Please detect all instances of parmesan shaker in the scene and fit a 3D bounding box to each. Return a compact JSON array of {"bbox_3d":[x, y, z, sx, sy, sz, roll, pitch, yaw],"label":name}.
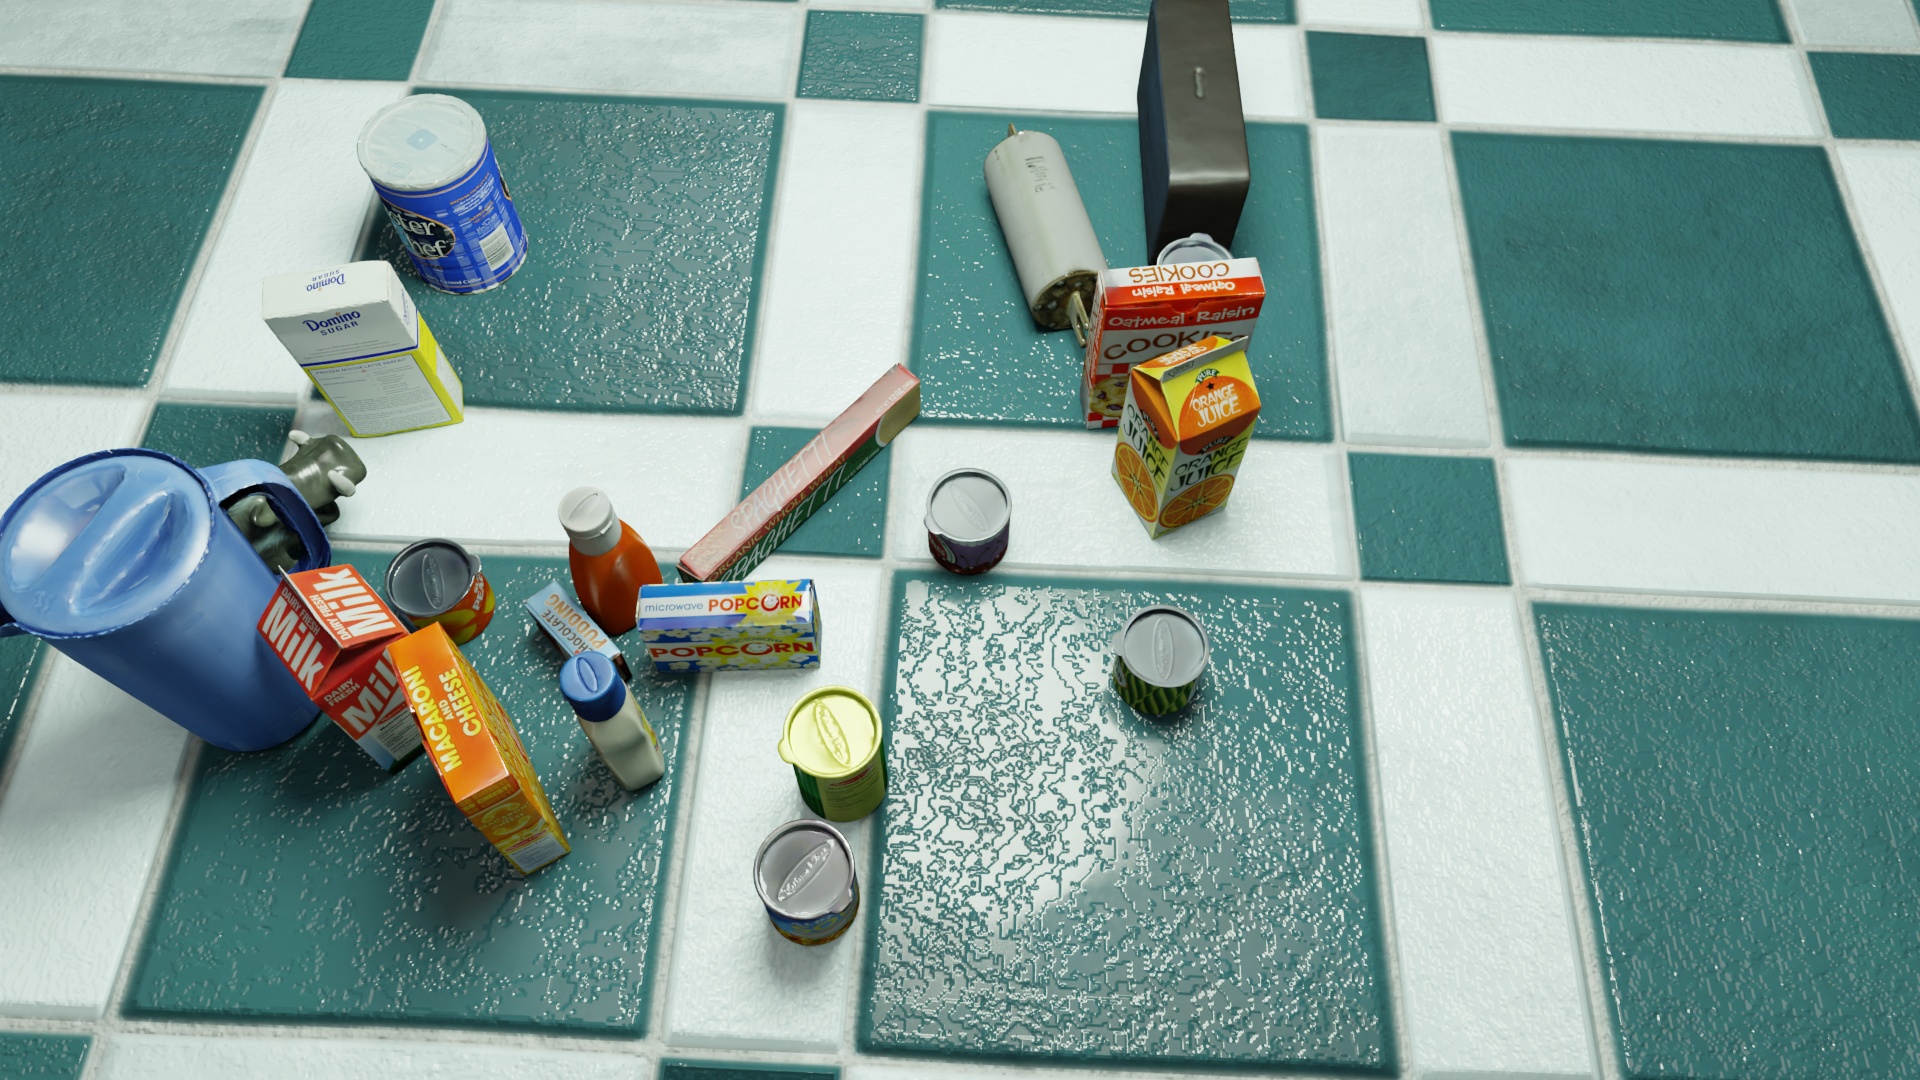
[{"bbox_3d":[-0.088,0.152,0.971,0.071,0.102,0.071,0,62,-1],"label":"parmesan shaker"}]

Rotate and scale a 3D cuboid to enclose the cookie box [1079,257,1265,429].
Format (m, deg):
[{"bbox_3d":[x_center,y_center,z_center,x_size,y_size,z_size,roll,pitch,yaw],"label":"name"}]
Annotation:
[{"bbox_3d":[0.164,-0.153,1.105,0.123,0.166,0.040,-6,62,-4],"label":"cookie box"}]

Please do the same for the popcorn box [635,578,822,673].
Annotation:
[{"bbox_3d":[-0.169,0.064,1.028,0.127,0.085,0.038,-2,62,-2],"label":"popcorn box"}]

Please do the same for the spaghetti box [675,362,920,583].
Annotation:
[{"bbox_3d":[-0.124,-0.046,1.109,0.029,0.050,0.251,38,67,18],"label":"spaghetti box"}]

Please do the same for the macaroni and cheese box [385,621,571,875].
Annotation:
[{"bbox_3d":[-0.322,0.145,0.935,0.040,0.165,0.124,-28,65,-15],"label":"macaroni and cheese box"}]

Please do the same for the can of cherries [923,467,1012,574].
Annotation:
[{"bbox_3d":[0.004,-0.014,1.088,0.071,0.058,0.072,0,61,-1],"label":"can of cherries"}]

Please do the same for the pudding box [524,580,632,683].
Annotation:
[{"bbox_3d":[-0.286,0.074,1.041,0.030,0.049,0.084,-40,69,-20],"label":"pudding box"}]

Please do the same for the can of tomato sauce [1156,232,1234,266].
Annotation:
[{"bbox_3d":[0.195,-0.208,1.183,0.071,0.082,0.071,0,62,-1],"label":"can of tomato sauce"}]

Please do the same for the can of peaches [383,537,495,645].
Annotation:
[{"bbox_3d":[-0.391,0.040,1.054,0.071,0.057,0.071,0,61,-1],"label":"can of peaches"}]

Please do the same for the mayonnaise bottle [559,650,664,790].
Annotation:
[{"bbox_3d":[-0.241,0.122,0.959,0.041,0.147,0.065,-26,65,-14],"label":"mayonnaise bottle"}]

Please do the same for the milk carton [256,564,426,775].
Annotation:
[{"bbox_3d":[-0.412,0.084,0.954,0.074,0.189,0.072,-40,69,-19],"label":"milk carton"}]

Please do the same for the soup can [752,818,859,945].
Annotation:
[{"bbox_3d":[-0.100,0.234,0.936,0.071,0.083,0.071,0,62,-1],"label":"soup can"}]

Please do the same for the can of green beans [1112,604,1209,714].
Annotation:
[{"bbox_3d":[0.148,0.089,1.034,0.071,0.057,0.071,0,61,-1],"label":"can of green beans"}]

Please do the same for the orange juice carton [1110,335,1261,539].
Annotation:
[{"bbox_3d":[0.171,-0.086,1.054,0.072,0.191,0.073,-23,64,-12],"label":"orange juice carton"}]

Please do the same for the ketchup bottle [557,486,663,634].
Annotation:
[{"bbox_3d":[-0.259,0.013,1.019,0.043,0.148,0.065,31,66,15],"label":"ketchup bottle"}]
